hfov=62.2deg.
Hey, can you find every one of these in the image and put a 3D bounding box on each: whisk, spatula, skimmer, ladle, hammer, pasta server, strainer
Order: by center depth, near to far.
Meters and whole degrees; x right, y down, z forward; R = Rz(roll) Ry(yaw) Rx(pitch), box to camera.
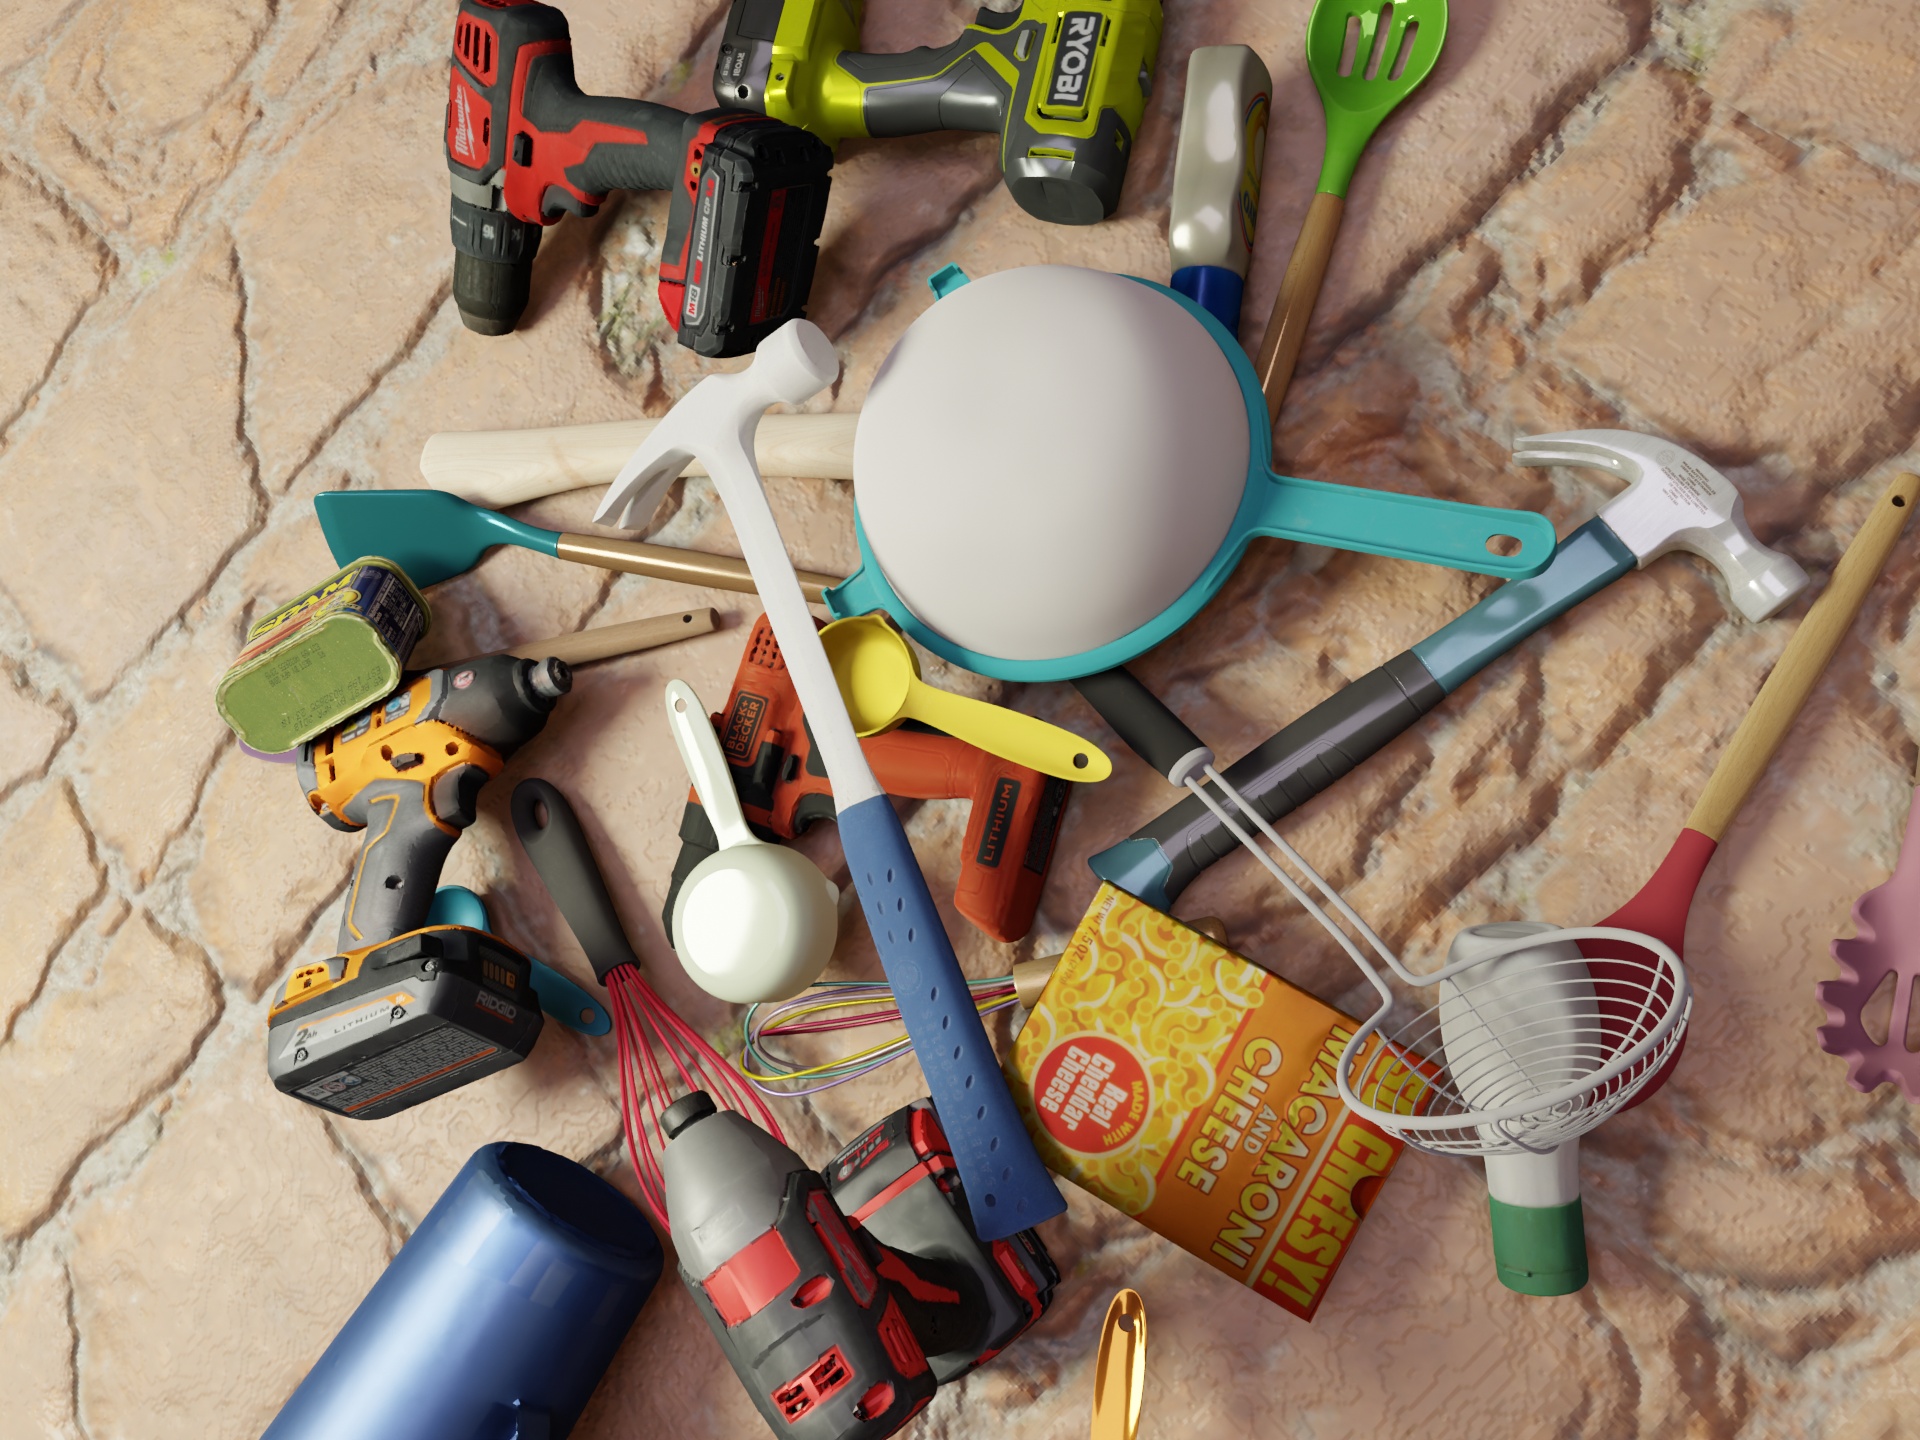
[{"bbox_3d":[0.131,0.037,0.658,0.127,0.090,0.364,-29,48,-14],"label":"skimmer"},{"bbox_3d":[0.408,0.001,0.658,0.060,0.040,0.316,9,79,31],"label":"pasta server"},{"bbox_3d":[0.332,0.029,0.683,0.069,0.031,0.315,30,87,23],"label":"ladle"},{"bbox_3d":[0.086,-0.116,0.705,0.340,0.095,0.211,14,81,26],"label":"strainer"},{"bbox_3d":[-0.052,0.030,0.711,0.144,0.035,0.406,-29,76,28],"label":"hammer"},{"bbox_3d":[0.204,-0.013,0.730,0.331,0.033,0.128,-36,70,8],"label":"hammer"},{"bbox_3d":[0.007,0.130,0.760,0.245,0.047,0.051,-16,85,10],"label":"whisk"},{"bbox_3d":[-0.166,0.144,0.806,0.073,0.073,0.296,-37,63,7],"label":"whisk"},{"bbox_3d":[-0.111,-0.158,0.866,0.411,0.038,0.146,1,77,19],"label":"hammer"},{"bbox_3d":[-0.199,-0.084,0.871,0.317,0.082,0.044,10,46,16],"label":"spatula"},{"bbox_3d":[-0.279,-0.025,0.899,0.316,0.018,0.060,-11,69,17],"label":"spatula"}]

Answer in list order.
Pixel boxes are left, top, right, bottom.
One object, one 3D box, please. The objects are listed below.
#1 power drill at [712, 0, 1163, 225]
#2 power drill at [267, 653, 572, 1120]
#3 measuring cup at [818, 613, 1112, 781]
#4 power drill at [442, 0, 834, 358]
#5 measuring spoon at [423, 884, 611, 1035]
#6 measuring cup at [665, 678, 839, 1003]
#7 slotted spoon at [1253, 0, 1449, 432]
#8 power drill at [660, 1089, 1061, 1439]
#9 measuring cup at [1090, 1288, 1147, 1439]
[{"bbox_3d":[-0.003,-0.373,0.859,0.228,0.080,0.190,10,81,17],"label":"power drill"},{"bbox_3d":[-0.267,0.069,0.811,0.164,0.084,0.227,-24,51,17],"label":"power drill"},{"bbox_3d":[-0.001,-0.002,0.742,0.156,0.029,0.062,21,90,14],"label":"measuring cup"},{"bbox_3d":[-0.193,-0.273,0.870,0.227,0.080,0.187,28,124,19],"label":"power drill"},{"bbox_3d":[-0.237,0.132,0.854,0.129,0.021,0.042,30,84,13],"label":"measuring spoon"},{"bbox_3d":[-0.116,0.055,0.758,0.083,0.038,0.168,-26,78,17],"label":"measuring cup"},{"bbox_3d":[0.174,-0.237,0.795,0.070,0.031,0.314,16,85,21],"label":"slotted spoon"},{"bbox_3d":[-0.044,0.217,0.658,0.078,0.219,0.143,-39,69,6],"label":"power drill"},{"bbox_3d":[0.068,0.334,0.686,0.095,0.052,0.174,4,77,19],"label":"measuring cup"}]
